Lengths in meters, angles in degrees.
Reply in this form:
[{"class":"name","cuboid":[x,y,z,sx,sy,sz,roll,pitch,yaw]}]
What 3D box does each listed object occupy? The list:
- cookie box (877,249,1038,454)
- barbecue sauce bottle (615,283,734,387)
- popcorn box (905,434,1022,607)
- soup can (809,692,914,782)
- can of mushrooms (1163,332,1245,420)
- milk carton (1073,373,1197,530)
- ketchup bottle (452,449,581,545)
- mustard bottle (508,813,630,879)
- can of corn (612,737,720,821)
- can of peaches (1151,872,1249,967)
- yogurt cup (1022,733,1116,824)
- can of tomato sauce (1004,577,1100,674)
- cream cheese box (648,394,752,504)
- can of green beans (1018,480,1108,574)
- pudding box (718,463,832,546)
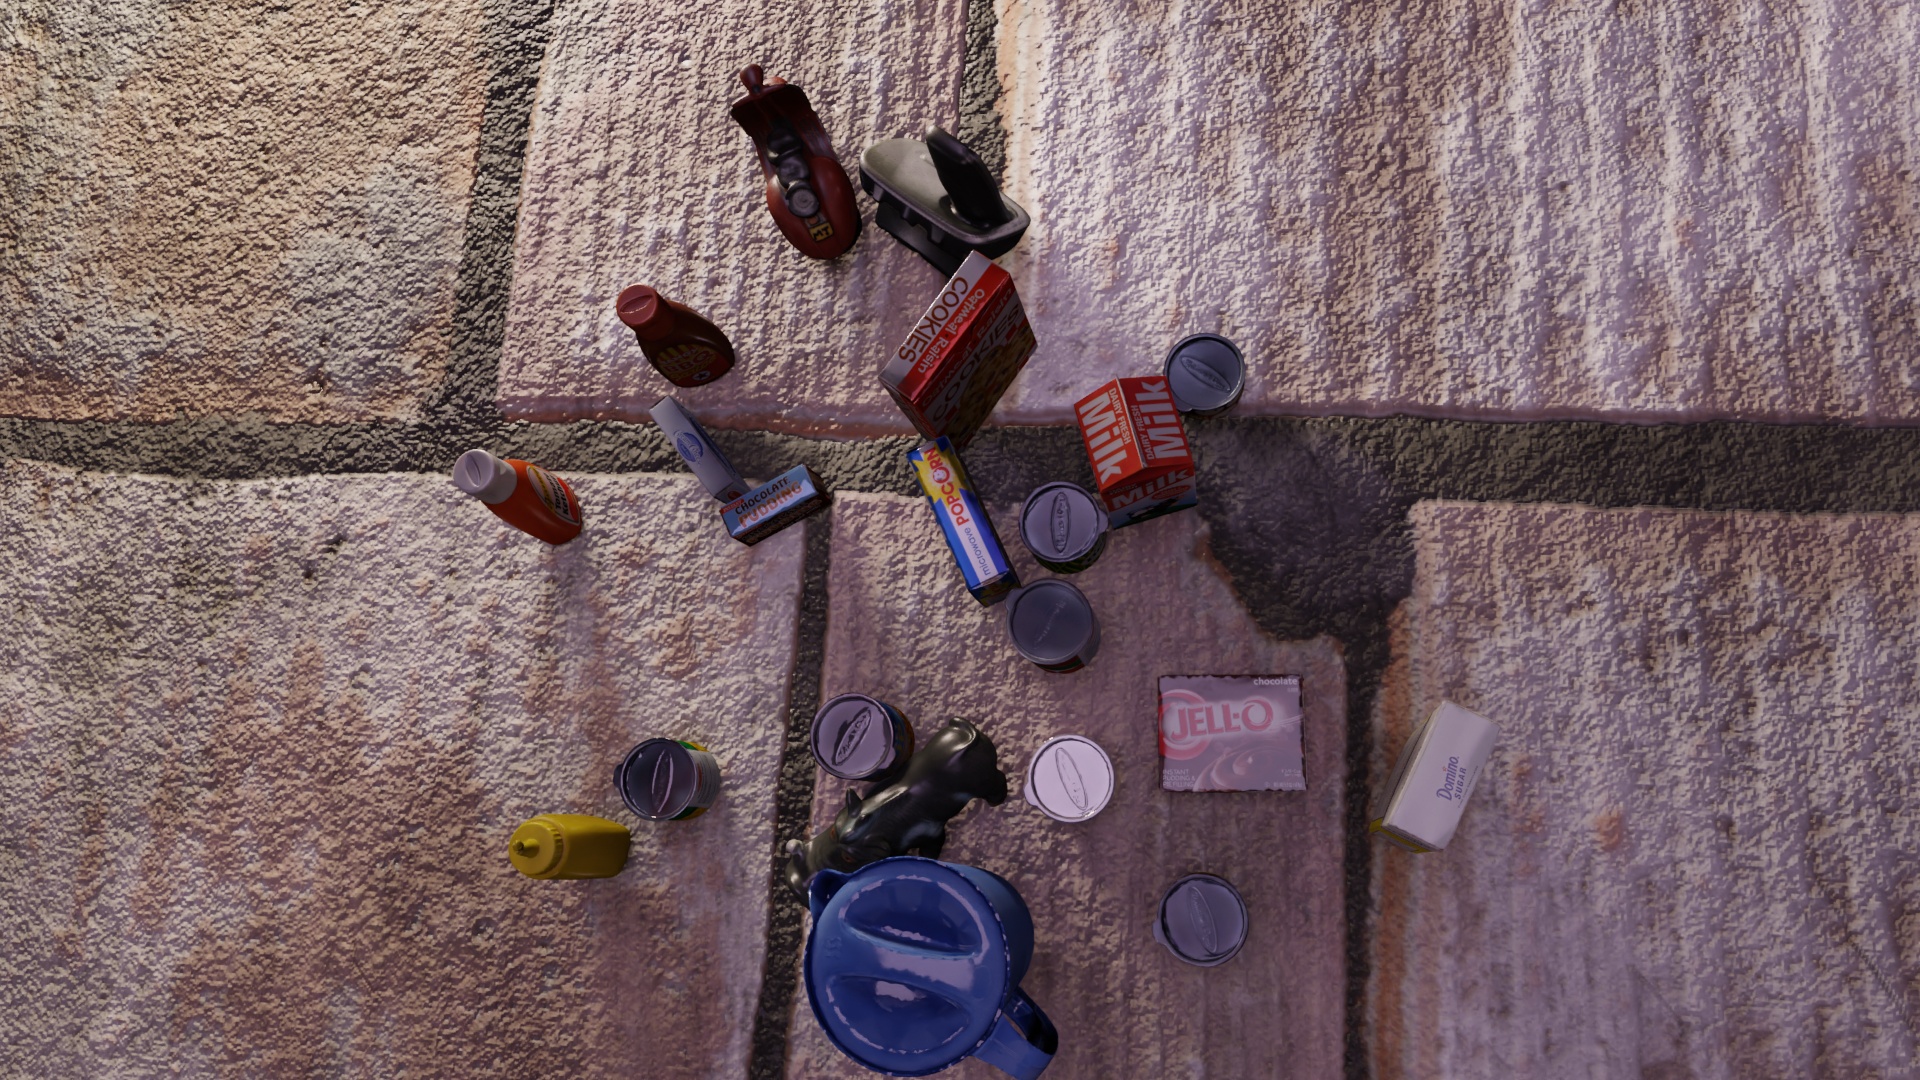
[{"class":"cookie box","cuboid":[0.003,-0.143,1.107,0.040,0.167,0.123,35,86,15]},{"class":"barbecue sauce bottle","cuboid":[-0.243,-0.173,1.168,0.065,0.148,0.044,-22,76,6]},{"class":"popcorn box","cuboid":[0.004,-0.014,1.121,0.038,0.085,0.127,-26,75,4]},{"class":"soup can","cuboid":[-0.074,0.159,1.099,0.071,0.083,0.071,-2,78,10]},{"class":"can of mushrooms","cuboid":[0.198,-0.132,1.138,0.071,0.033,0.071,-2,78,10]},{"class":"milk carton","cuboid":[0.134,-0.068,1.054,0.073,0.190,0.072,-17,76,7]},{"class":"ketchup bottle","cuboid":[-0.370,-0.040,1.162,0.043,0.148,0.065,-26,75,4]},{"class":"mustard bottle","cuboid":[-0.313,0.240,1.085,0.065,0.160,0.049,8,80,12]},{"class":"can of corn","cuboid":[-0.239,0.195,1.134,0.071,0.058,0.071,-2,78,10]},{"class":"can of peaches","cuboid":[0.179,0.283,1.039,0.071,0.058,0.071,-2,78,10]},{"class":"yogurt cup","cuboid":[0.088,0.186,1.079,0.072,0.054,0.072,-2,78,10]},{"class":"can of tomato sauce","cuboid":[0.073,0.068,1.092,0.071,0.083,0.071,-2,78,10]},{"class":"cream cheese box","cuboid":[-0.222,-0.075,1.192,0.024,0.053,0.104,-39,74,1]},{"class":"can of green beans","cuboid":[0.083,-0.009,1.120,0.071,0.057,0.071,-2,78,10]},{"class":"pudding box","cuboid":[-0.156,-0.029,1.172,0.084,0.049,0.030,-27,75,4]}]
